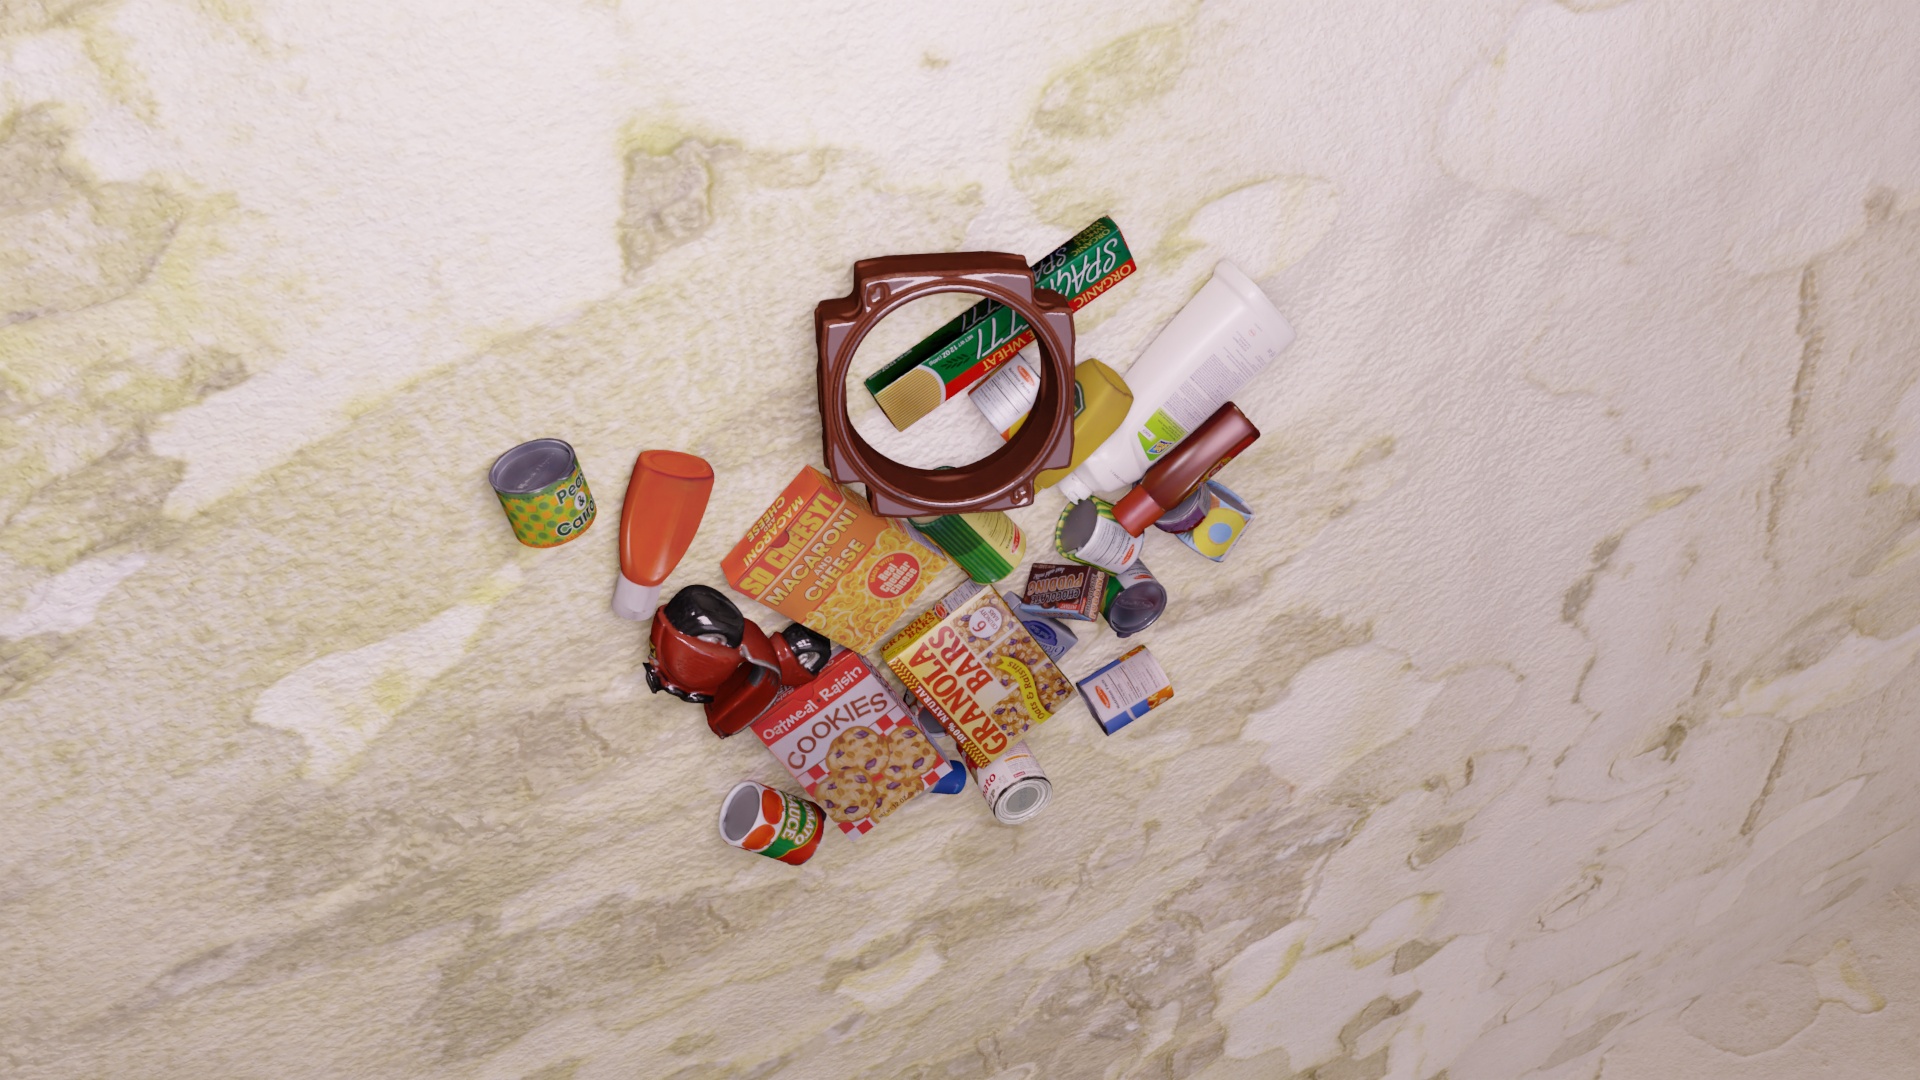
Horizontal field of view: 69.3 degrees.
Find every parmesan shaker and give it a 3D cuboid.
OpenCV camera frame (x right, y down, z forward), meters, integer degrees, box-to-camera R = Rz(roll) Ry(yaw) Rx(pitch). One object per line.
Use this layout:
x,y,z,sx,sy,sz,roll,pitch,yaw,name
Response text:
0.004,-0.016,1.256,0.071,0.071,0.103,-41,131,7,parmesan shaker

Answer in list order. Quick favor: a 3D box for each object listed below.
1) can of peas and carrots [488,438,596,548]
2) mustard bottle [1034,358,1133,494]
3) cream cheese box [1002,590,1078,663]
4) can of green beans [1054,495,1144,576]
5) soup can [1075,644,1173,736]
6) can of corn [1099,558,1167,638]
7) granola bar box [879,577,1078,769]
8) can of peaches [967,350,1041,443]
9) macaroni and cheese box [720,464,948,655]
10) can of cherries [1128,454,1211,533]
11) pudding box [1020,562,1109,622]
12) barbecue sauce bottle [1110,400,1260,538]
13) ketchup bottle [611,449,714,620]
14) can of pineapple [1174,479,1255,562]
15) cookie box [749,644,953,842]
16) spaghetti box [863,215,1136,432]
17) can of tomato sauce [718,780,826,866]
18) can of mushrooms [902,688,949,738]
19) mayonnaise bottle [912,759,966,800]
-0.317,-0.036,1.066,0.071,0.071,0.058,-21,132,-12,can of peas and carrots
0.085,-0.088,1.243,0.049,0.065,0.159,26,114,-38,mustard bottle
0.068,0.094,1.399,0.053,0.024,0.103,-46,132,12,cream cheese box
0.132,-0.005,1.325,0.058,0.071,0.071,21,113,-31,can of green beans
0.175,0.160,1.480,0.084,0.071,0.071,-30,133,-4,soup can
0.163,0.053,1.395,0.071,0.058,0.070,-14,130,-18,can of corn
0.019,0.127,1.349,0.124,0.039,0.165,-38,119,0,granola bar box
0.049,-0.120,1.197,0.058,0.071,0.071,-40,133,6,can of peaches
-0.110,0.021,1.239,0.123,0.040,0.166,-48,132,11,macaroni and cheese box
0.199,-0.043,1.325,0.071,0.071,0.058,-42,159,7,can of cherries
0.100,0.050,1.334,0.030,0.083,0.050,25,76,-36,pudding box
0.203,-0.063,1.264,0.148,0.044,0.065,-42,174,11,barbecue sauce bottle
-0.252,-0.002,1.144,0.065,0.044,0.148,7,121,-30,ketchup bottle
0.249,-0.021,1.378,0.071,0.071,0.057,17,115,-36,can of pineapple
-0.105,0.193,1.339,0.123,0.040,0.167,-36,113,1,cookie box
0.035,-0.182,1.167,0.250,0.029,0.050,-34,134,0,spaghetti box
-0.186,0.280,1.380,0.083,0.071,0.071,30,107,-39,can of tomato sauce
-0.021,0.164,1.401,0.071,0.033,0.070,-14,129,-17,can of mushrooms
-0.063,0.239,1.433,0.148,0.041,0.064,12,115,-35,mayonnaise bottle
